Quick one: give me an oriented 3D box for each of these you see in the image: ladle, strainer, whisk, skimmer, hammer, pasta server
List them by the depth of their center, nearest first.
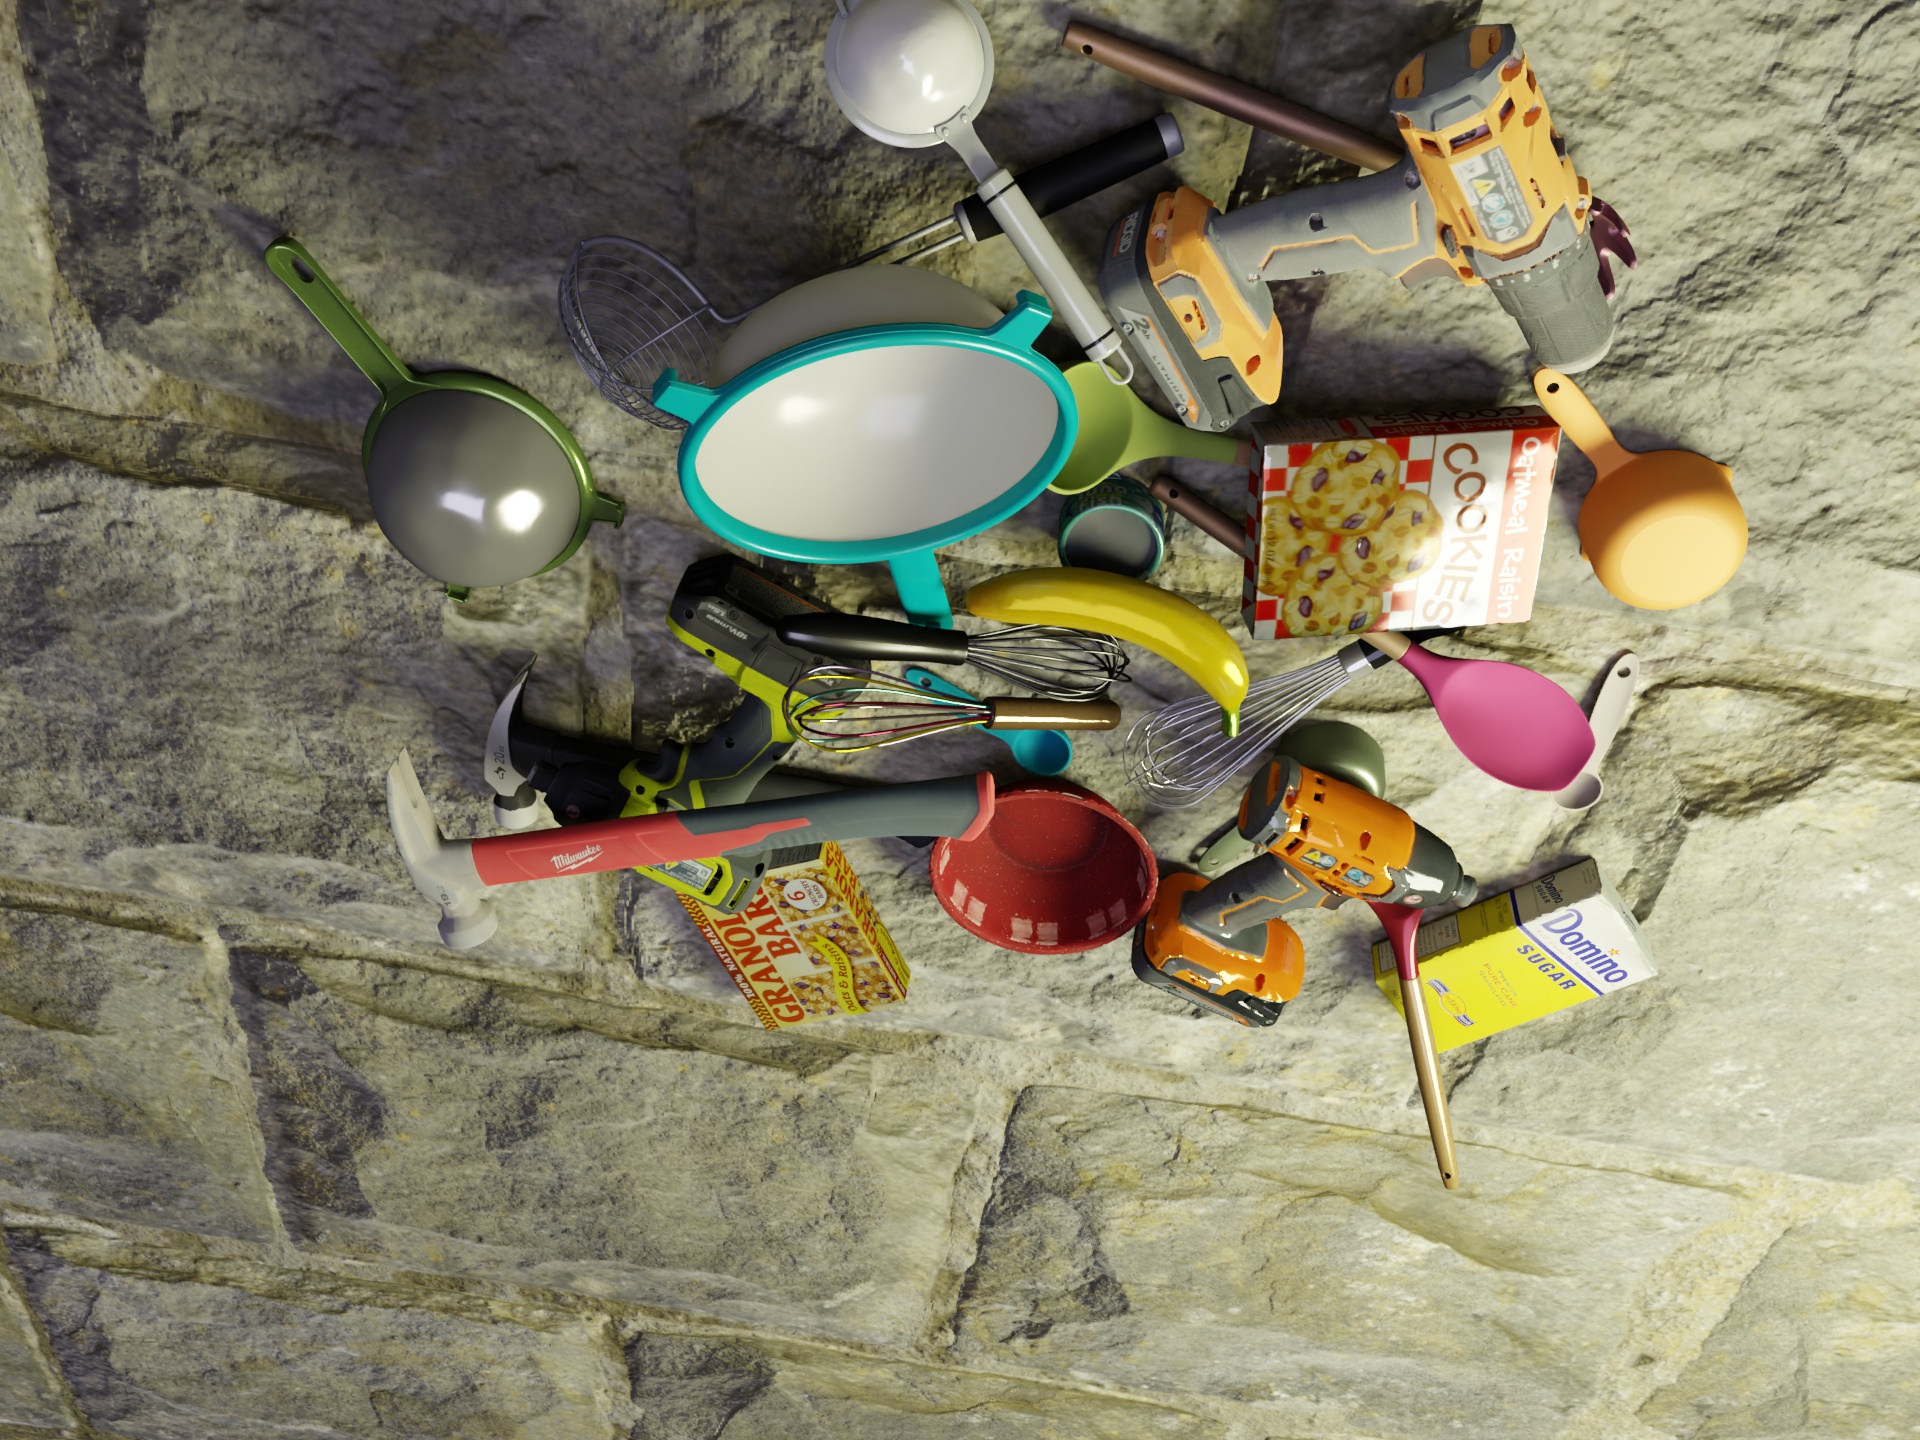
[{"bbox_3d":[0.015,-0.280,0.810,0.087,0.050,0.258,-38,103,-3],"label":"strainer"},{"bbox_3d":[0.200,-0.293,0.820,0.316,0.040,0.060,19,144,-6],"label":"pasta server"},{"bbox_3d":[-0.056,-0.263,0.885,0.363,0.090,0.127,-21,125,10],"label":"skimmer"},{"bbox_3d":[-0.042,-0.152,0.907,0.211,0.095,0.340,-12,158,2],"label":"strainer"},{"bbox_3d":[0.188,-0.150,0.926,0.320,0.062,0.078,10,110,-4],"label":"ladle"},{"bbox_3d":[-0.336,-0.173,0.968,0.151,0.069,0.256,-21,124,22],"label":"strainer"},{"bbox_3d":[0.000,-0.044,1.005,0.239,0.055,0.055,5,131,-20],"label":"whisk"},{"bbox_3d":[-0.001,-0.001,1.019,0.245,0.047,0.051,1,125,-29],"label":"whisk"},{"bbox_3d":[-0.171,0.060,1.023,0.386,0.038,0.143,-8,119,7],"label":"hammer"},{"bbox_3d":[0.226,-0.023,1.024,0.284,0.070,0.070,-31,119,23],"label":"whisk"},{"bbox_3d":[-0.174,0.041,1.140,0.335,0.035,0.146,9,130,0],"label":"hammer"},{"bbox_3d":[0.329,0.207,1.148,0.069,0.031,0.315,-3,112,35],"label":"ladle"}]

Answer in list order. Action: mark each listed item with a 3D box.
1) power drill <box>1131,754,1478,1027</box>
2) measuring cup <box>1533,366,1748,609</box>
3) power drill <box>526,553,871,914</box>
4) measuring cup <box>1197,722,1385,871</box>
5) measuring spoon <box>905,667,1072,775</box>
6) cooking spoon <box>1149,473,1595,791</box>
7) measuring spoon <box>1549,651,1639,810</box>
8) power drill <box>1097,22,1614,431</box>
[{"bbox_3d":[0.232,0.125,1.090,0.164,0.084,0.226,24,139,-9],"label":"power drill"},{"bbox_3d":[0.383,-0.132,0.913,0.095,0.052,0.173,-35,119,30],"label":"measuring cup"},{"bbox_3d":[-0.173,0.010,1.056,0.171,0.080,0.223,28,114,-13],"label":"power drill"},{"bbox_3d":[0.224,0.069,1.105,0.083,0.038,0.167,33,125,-18],"label":"measuring cup"},{"bbox_3d":[0.021,-0.006,1.092,0.128,0.021,0.042,30,127,-5],"label":"measuring spoon"},{"bbox_3d":[0.250,-0.058,0.973,0.319,0.017,0.068,33,100,-3],"label":"cooking spoon"},{"bbox_3d":[0.419,0.006,1.048,0.034,0.018,0.124,9,122,0],"label":"measuring spoon"},{"bbox_3d":[0.209,-0.227,0.820,0.226,0.084,0.185,-17,131,33],"label":"power drill"}]
